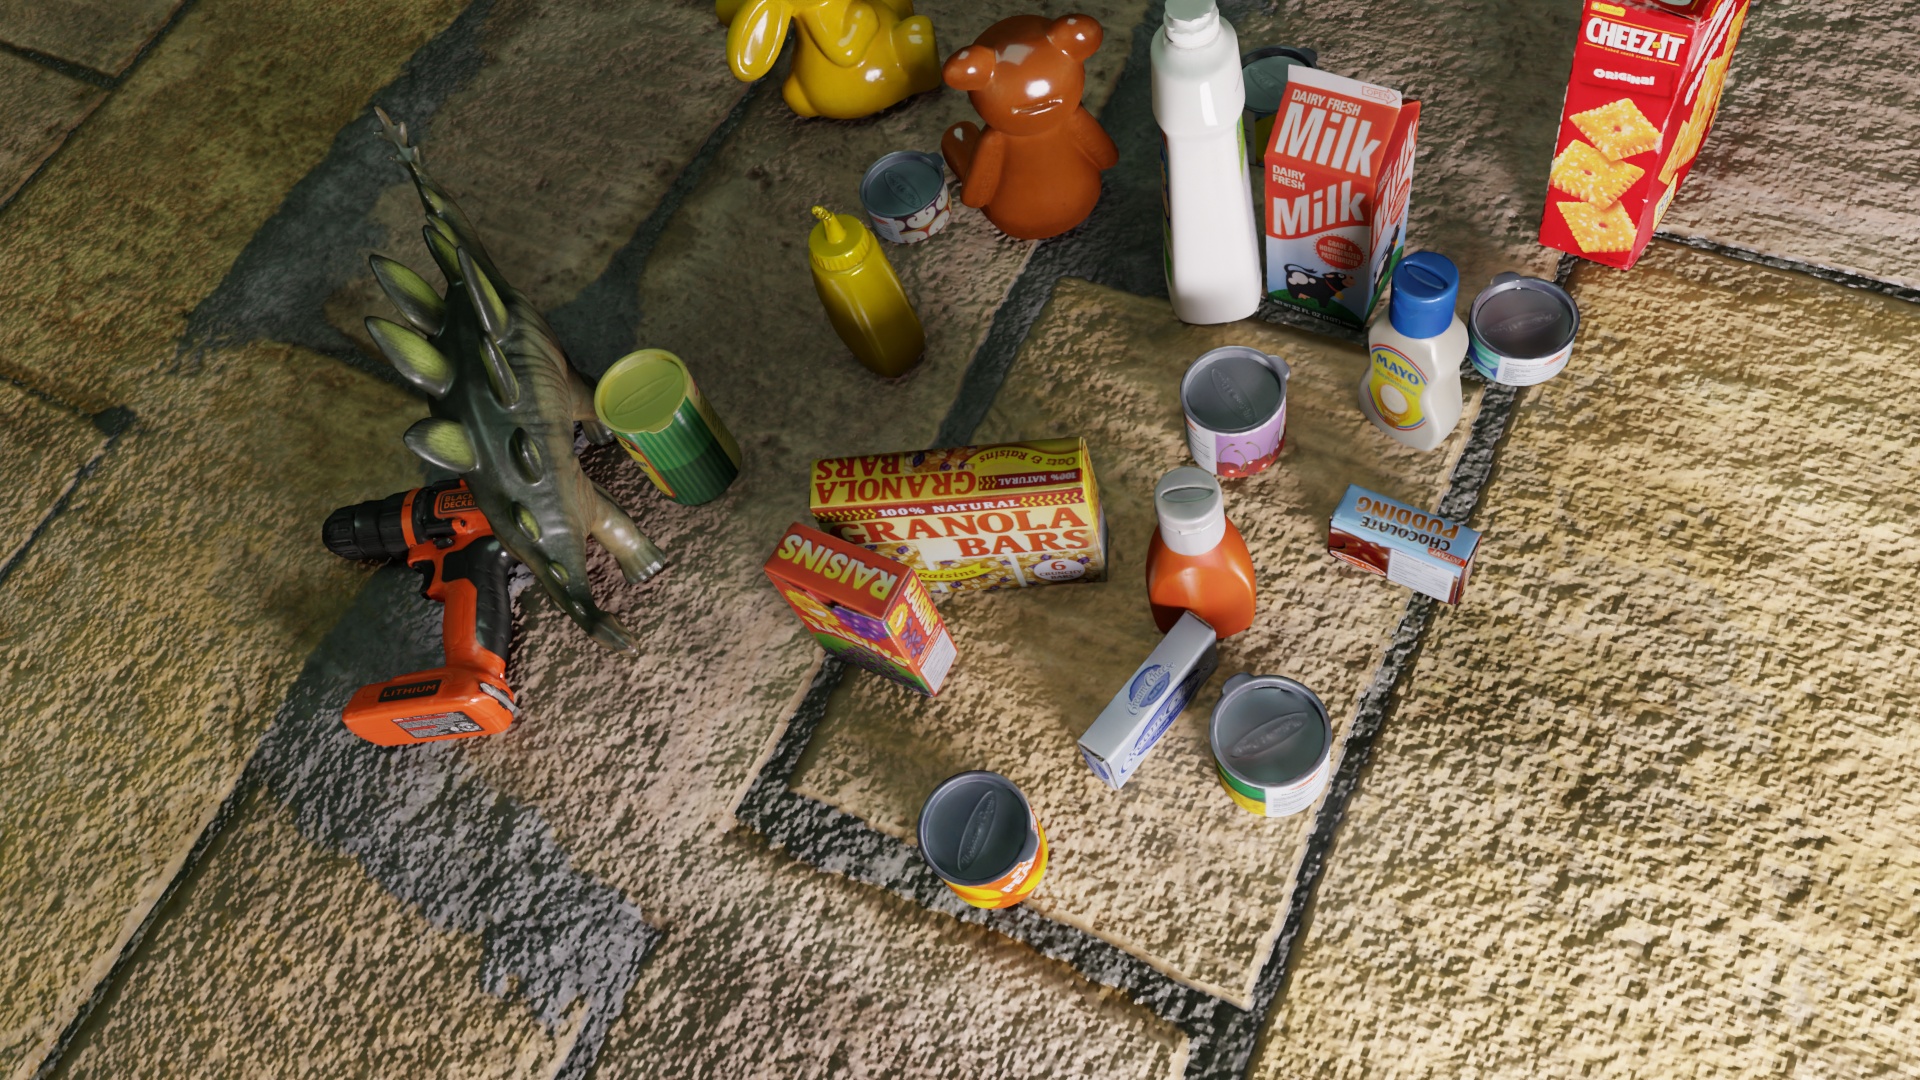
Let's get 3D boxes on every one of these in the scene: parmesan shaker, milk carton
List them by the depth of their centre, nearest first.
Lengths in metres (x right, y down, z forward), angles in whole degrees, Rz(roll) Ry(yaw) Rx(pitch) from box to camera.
[{"bbox_3d":[0.241,-0.224,0.882,0.072,0.189,0.074,23,70,24],"label":"milk carton"},{"bbox_3d":[-0.199,-0.074,0.957,0.071,0.102,0.071,-6,61,11],"label":"parmesan shaker"}]

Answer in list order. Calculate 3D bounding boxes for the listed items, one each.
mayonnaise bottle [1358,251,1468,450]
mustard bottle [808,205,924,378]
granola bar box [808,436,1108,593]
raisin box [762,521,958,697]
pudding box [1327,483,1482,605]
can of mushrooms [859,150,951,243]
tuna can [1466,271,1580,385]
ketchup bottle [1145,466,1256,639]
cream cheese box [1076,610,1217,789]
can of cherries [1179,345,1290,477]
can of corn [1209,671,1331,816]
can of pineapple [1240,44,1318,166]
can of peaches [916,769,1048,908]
[{"bbox_3d":[0.274,-0.114,0.838,0.041,0.147,0.065,-45,61,-12],"label":"mayonnaise bottle"},{"bbox_3d":[-0.070,-0.175,0.948,0.065,0.159,0.049,38,77,28],"label":"mustard bottle"},{"bbox_3d":[0.003,-0.011,0.861,0.165,0.123,0.039,-4,61,11],"label":"granola bar box"},{"bbox_3d":[-0.058,0.044,0.846,0.086,0.123,0.040,22,69,23],"label":"raisin box"},{"bbox_3d":[0.265,0.002,0.834,0.084,0.049,0.030,24,70,24],"label":"pudding box"},{"bbox_3d":[-0.039,-0.264,1.063,0.071,0.033,0.071,-6,61,11],"label":"can of mushrooms"},{"bbox_3d":[0.361,-0.137,0.897,0.071,0.032,0.071,-6,61,11],"label":"tuna can"},{"bbox_3d":[0.137,0.010,0.803,0.065,0.148,0.044,-5,61,11],"label":"ketchup bottle"},{"bbox_3d":[0.112,0.095,0.818,0.024,0.053,0.104,35,74,27],"label":"cream cheese box"},{"bbox_3d":[0.179,-0.083,0.896,0.071,0.058,0.072,-6,61,11],"label":"can of cherries"},{"bbox_3d":[0.175,0.115,0.789,0.071,0.058,0.071,-6,61,11],"label":"can of corn"},{"bbox_3d":[0.229,-0.317,1.013,0.071,0.057,0.071,-6,61,11],"label":"can of pineapple"},{"bbox_3d":[0.016,0.173,0.795,0.071,0.058,0.071,-6,61,11],"label":"can of peaches"}]
